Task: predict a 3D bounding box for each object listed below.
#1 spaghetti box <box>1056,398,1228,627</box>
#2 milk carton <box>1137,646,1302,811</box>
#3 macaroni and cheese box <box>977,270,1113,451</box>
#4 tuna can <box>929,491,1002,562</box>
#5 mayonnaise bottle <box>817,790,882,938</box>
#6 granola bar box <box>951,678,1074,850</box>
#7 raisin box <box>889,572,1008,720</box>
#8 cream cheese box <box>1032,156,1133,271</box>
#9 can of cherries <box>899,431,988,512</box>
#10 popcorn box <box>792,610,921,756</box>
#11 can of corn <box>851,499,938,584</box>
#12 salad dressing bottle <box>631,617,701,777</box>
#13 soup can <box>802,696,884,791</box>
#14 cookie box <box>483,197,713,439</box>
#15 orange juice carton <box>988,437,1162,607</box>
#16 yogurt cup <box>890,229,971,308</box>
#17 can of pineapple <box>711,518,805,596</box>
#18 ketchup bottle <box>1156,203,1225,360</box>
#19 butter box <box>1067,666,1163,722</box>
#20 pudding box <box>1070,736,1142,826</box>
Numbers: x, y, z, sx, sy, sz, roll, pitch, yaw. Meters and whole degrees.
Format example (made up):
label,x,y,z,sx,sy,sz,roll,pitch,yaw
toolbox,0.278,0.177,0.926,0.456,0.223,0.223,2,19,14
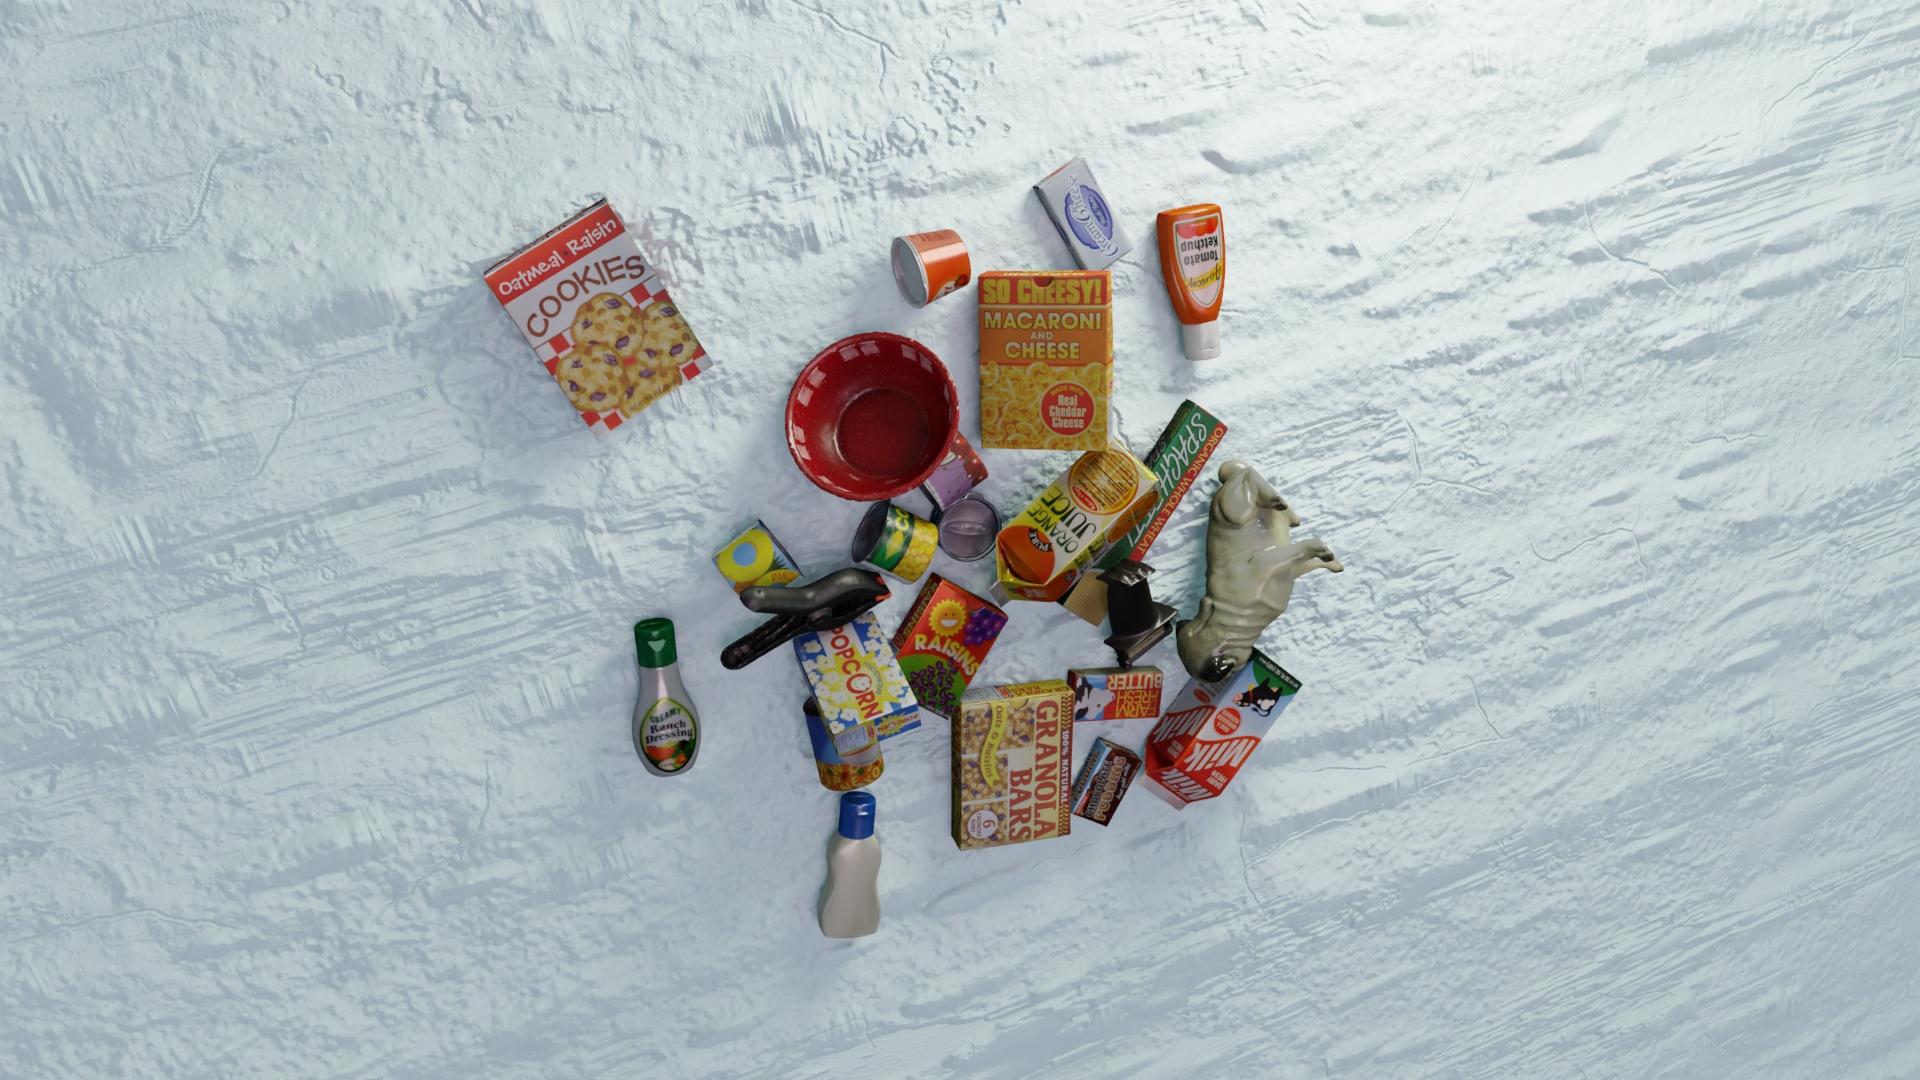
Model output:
label,x,y,z,sx,sy,sz,roll,pitch,yaw
spaghetti box,0.185,-0.028,1.421,0.050,0.029,0.250,32,93,-24
milk carton,0.270,0.200,1.487,0.072,0.073,0.190,36,92,-24
macaroni and cheese box,0.081,-0.170,1.313,0.124,0.040,0.166,2,106,13
tuna can,0.005,-0.017,1.363,0.071,0.033,0.071,-5,106,-17
mayonnaise bottle,-0.110,0.331,1.418,0.065,0.041,0.147,1,103,-20
granola bar box,0.054,0.234,1.444,0.124,0.039,0.165,-5,106,-17
raisin box,-0.021,0.105,1.385,0.086,0.040,0.123,30,93,-22
cream cheese box,0.118,-0.308,1.325,0.053,0.024,0.103,-36,112,-5
can of cherries,-0.016,-0.071,1.322,0.058,0.071,0.071,-37,113,-5
popcorn box,-0.100,0.134,1.321,0.085,0.127,0.038,-19,138,-13
can of corn,-0.061,0.000,1.328,0.058,0.071,0.071,26,96,-23
salad dressing bottle,-0.281,0.147,1.309,0.064,0.044,0.147,-9,107,-17
soup can,-0.112,0.194,1.363,0.071,0.071,0.083,-15,110,-13
cookie box,-0.313,-0.193,1.209,0.123,0.040,0.167,-34,113,-7
orange juice carton,0.103,-0.008,1.362,0.193,0.071,0.073,-43,71,-3
yogurt cup,-0.026,-0.252,1.274,0.054,0.072,0.072,-21,111,-20
can of pineapple,-0.189,0.024,1.292,0.058,0.071,0.071,-38,113,-4
ketchup bottle,0.231,-0.253,1.367,0.065,0.043,0.148,-14,109,-14
butter box,0.163,0.162,1.468,0.104,0.024,0.053,0,104,-18
pudding box,0.152,0.258,1.488,0.049,0.030,0.083,26,95,-21
